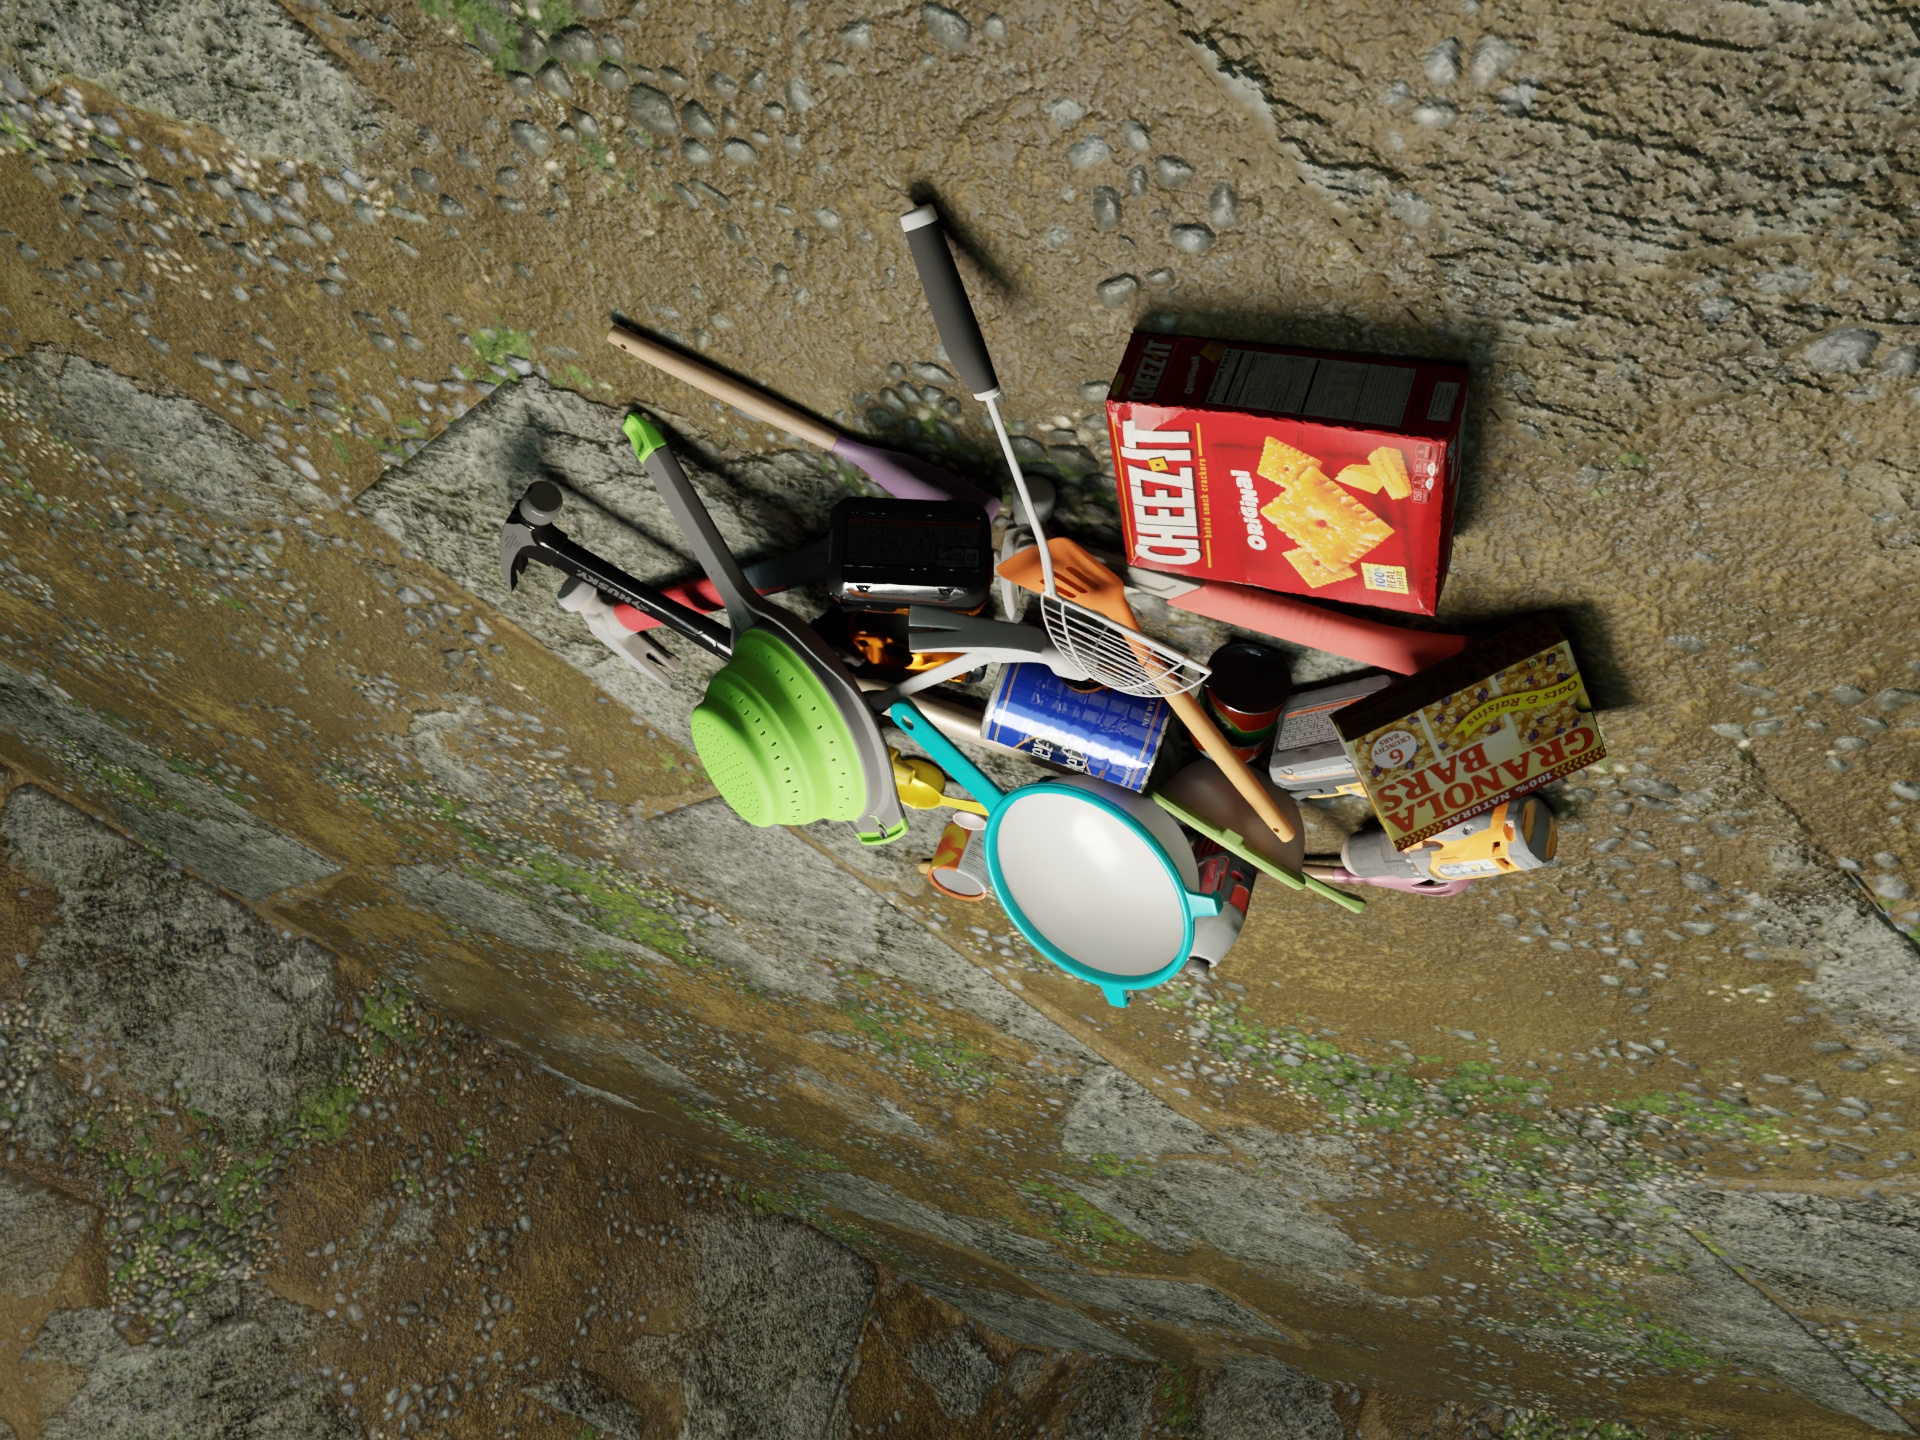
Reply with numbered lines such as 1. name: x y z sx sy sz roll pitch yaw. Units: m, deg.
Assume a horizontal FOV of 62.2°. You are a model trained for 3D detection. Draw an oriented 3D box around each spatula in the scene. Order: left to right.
1. spatula: -0.117 -0.219 1.192 0.316 0.018 0.059 25 151 -7
2. spatula: 0.155 -0.019 1.207 0.322 0.041 0.081 49 143 -17

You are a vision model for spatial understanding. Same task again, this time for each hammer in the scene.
1. hammer: -0.247 -0.087 1.393 0.334 0.035 0.146 30 149 -17
2. hammer: -0.193 -0.107 1.400 0.386 0.038 0.143 -9 139 42
3. hammer: -0.065 -0.021 1.283 0.144 0.035 0.405 10 164 -30
4. hammer: -0.002 -0.005 1.441 0.410 0.038 0.146 17 148 9
5. hammer: 0.204 -0.081 1.185 0.359 0.037 0.149 17 150 9

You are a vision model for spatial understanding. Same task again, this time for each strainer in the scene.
1. strainer: 0.085 0.083 1.409 0.340 0.095 0.211 43 138 10
2. strainer: 0.275 0.095 1.354 0.256 0.069 0.152 28 -175 -33

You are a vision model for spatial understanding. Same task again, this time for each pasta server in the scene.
1. pasta server: 0.324 0.134 1.463 0.316 0.040 0.060 -1 143 41

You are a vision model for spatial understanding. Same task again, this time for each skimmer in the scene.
1. skimmer: 0.064 -0.172 1.048 0.363 0.090 0.127 67 169 -20

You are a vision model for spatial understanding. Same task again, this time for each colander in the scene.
1. colander: -0.189 -0.054 1.258 0.397 0.094 0.204 60 155 -3

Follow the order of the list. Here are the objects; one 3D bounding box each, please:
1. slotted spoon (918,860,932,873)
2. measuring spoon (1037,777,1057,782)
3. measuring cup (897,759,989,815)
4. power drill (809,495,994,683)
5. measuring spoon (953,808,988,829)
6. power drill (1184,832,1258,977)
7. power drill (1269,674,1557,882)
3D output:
1. slotted spoon: 0.086 0.164 1.662 0.314 0.031 0.070 1 145 35
2. measuring spoon: 0.130 0.081 1.504 0.129 0.021 0.042 10 148 21
3. measuring cup: 0.006 0.072 1.572 0.156 0.029 0.062 12 149 6
4. power drill: -0.055 -0.091 1.233 0.164 0.084 0.226 2 161 -2
5. measuring spoon: 0.054 0.107 1.610 0.124 0.018 0.034 15 150 -1
6. power drill: 0.168 0.166 1.498 0.220 0.143 0.078 0 149 37
7. power drill: 0.344 0.062 1.285 0.226 0.084 0.185 35 149 -30
